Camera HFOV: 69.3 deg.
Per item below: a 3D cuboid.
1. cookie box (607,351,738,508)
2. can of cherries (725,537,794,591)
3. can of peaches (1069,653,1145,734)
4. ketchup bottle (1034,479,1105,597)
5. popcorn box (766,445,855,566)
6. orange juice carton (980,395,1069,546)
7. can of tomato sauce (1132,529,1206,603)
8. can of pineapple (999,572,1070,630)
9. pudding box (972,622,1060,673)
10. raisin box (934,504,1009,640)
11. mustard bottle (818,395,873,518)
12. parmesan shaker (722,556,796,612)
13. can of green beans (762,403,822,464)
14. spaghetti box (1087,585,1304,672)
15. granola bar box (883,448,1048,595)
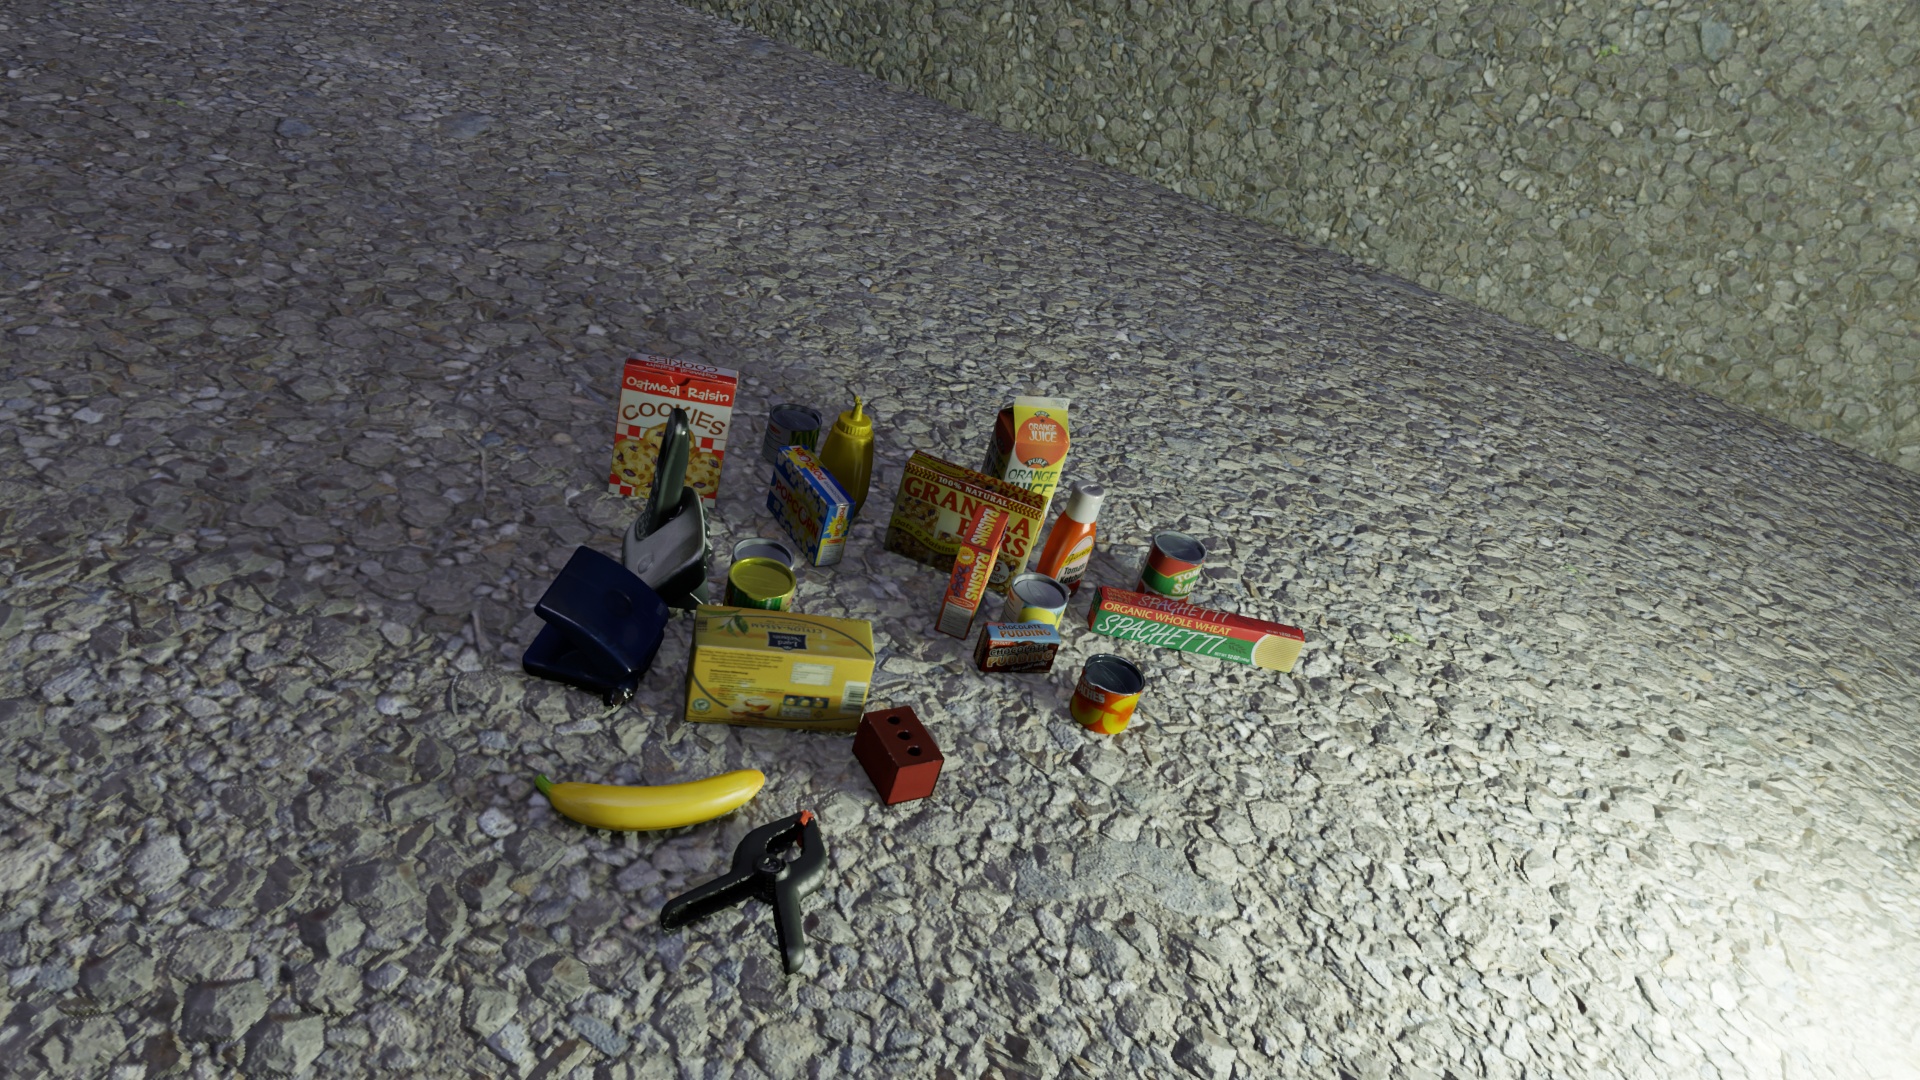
[{"bbox_3d":[-0.325,-0.122,1.566,0.123,0.166,0.040,9,33,-13],"label":"cookie box"},{"bbox_3d":[-0.215,0.040,1.472,0.071,0.058,0.072,12,32,-8],"label":"can of cherries"},{"bbox_3d":[0.151,0.161,1.455,0.071,0.057,0.071,12,32,-8],"label":"can of peaches"},{"bbox_3d":[0.128,0.000,1.606,0.065,0.148,0.043,-15,44,-41],"label":"ketchup bottle"},{"bbox_3d":[-0.172,-0.041,1.589,0.038,0.084,0.127,-8,40,-35],"label":"popcorn box"},{"bbox_3d":[0.074,-0.091,1.678,0.072,0.191,0.073,3,34,-21],"label":"orange juice carton"},{"bbox_3d":[0.251,0.040,1.663,0.071,0.082,0.071,12,32,-8],"label":"can of tomato sauce"},{"bbox_3d":[0.083,0.078,1.551,0.071,0.057,0.071,12,32,-8],"label":"can of pineapple"},{"bbox_3d":[0.061,0.115,1.492,0.084,0.049,0.030,3,34,-21],"label":"pudding box"},{"bbox_3d":[0.013,0.035,1.523,0.040,0.122,0.086,20,32,5],"label":"raisin box"},{"bbox_3d":[-0.132,-0.100,1.629,0.065,0.159,0.049,24,32,11],"label":"mustard bottle"},{"bbox_3d":[-0.205,0.078,1.376,0.071,0.102,0.072,12,32,-8],"label":"parmesan shaker"},{"bbox_3d":[-0.210,-0.130,1.733,0.071,0.057,0.071,12,32,-8],"label":"can of green beans"},{"bbox_3d":[0.272,0.103,1.607,0.250,0.050,0.029,12,32,-8],"label":"spaghetti box"},{"bbox_3d":[0.006,-0.020,1.603,0.166,0.123,0.039,20,32,6],"label":"granola bar box"}]
